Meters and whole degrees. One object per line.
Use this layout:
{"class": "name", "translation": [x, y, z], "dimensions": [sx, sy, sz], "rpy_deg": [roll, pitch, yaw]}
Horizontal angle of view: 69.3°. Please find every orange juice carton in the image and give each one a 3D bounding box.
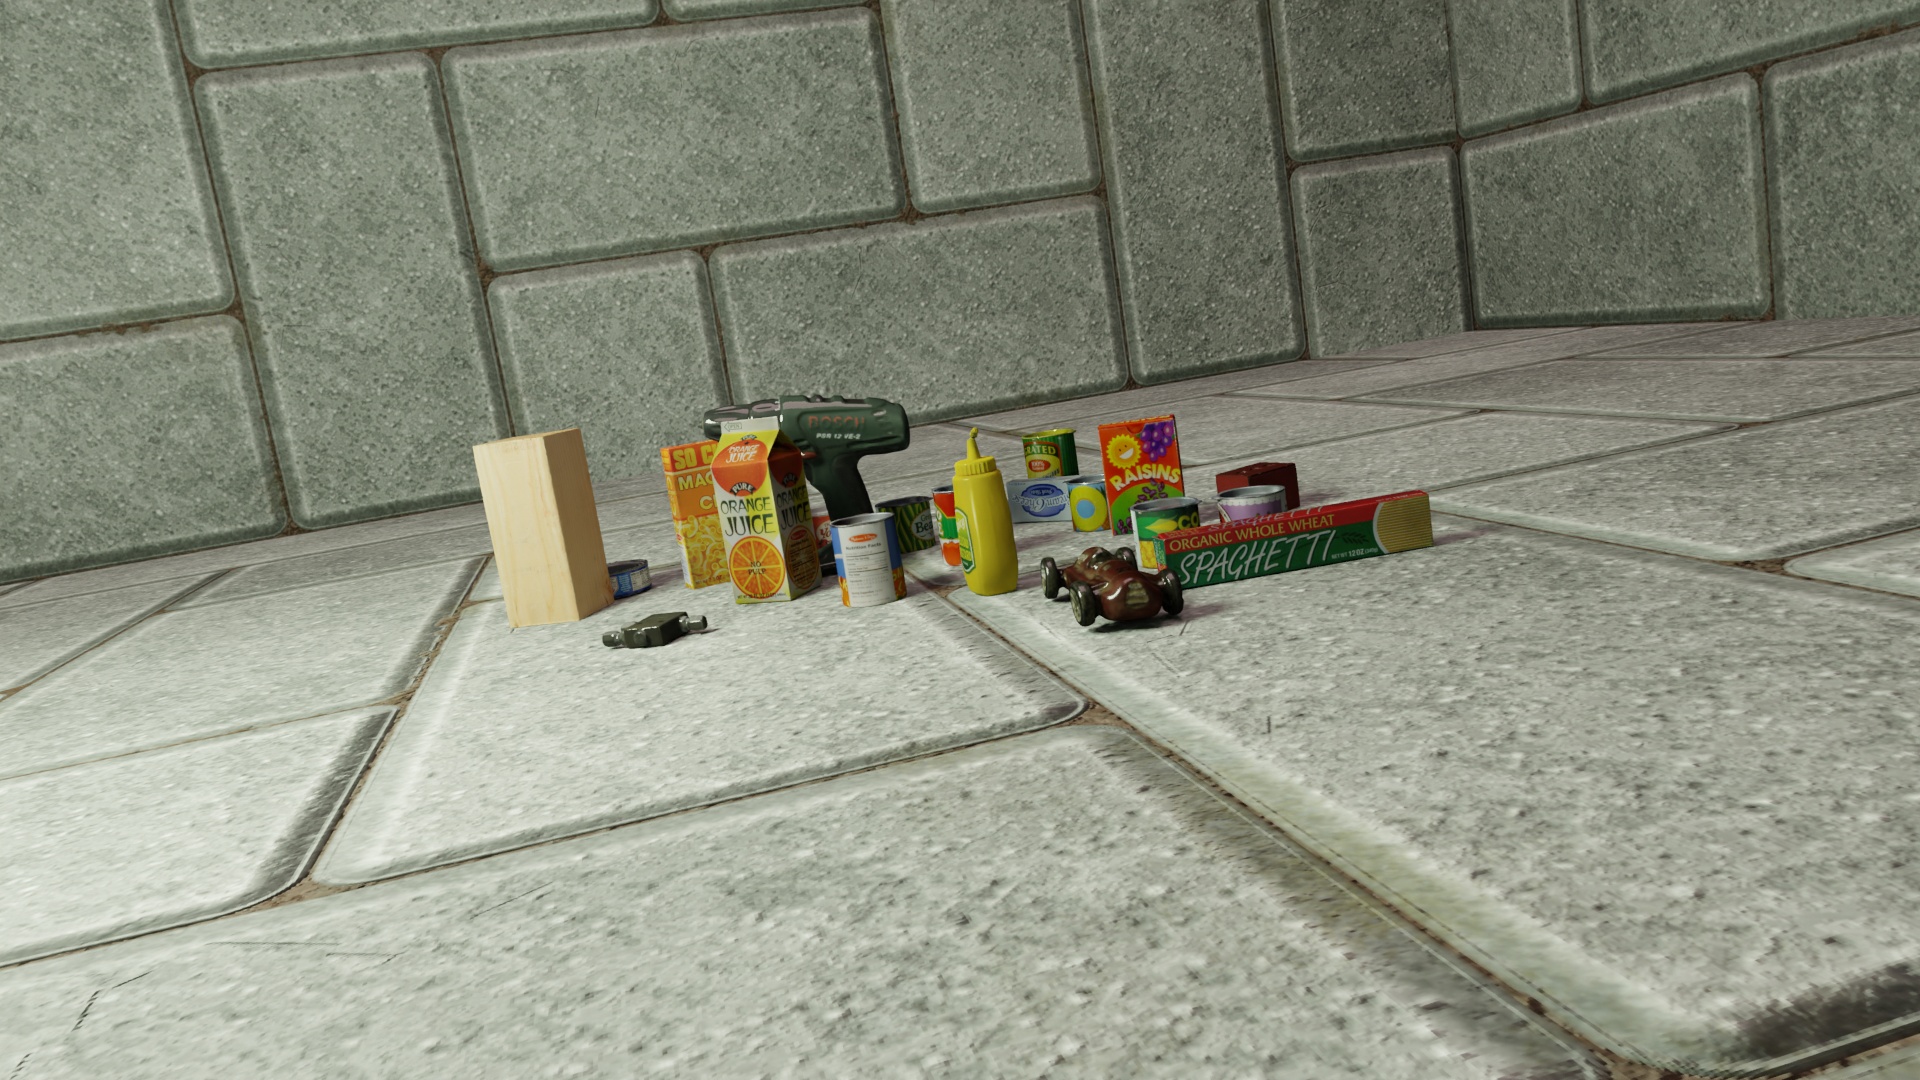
{"class": "orange juice carton", "translation": [-0.209, -0.035, 1.479], "dimensions": [0.072, 0.192, 0.073], "rpy_deg": [-5, 10, 24]}

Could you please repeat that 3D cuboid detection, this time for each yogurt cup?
{"class": "yogurt cup", "translation": [-0.163, -0.015, 1.738], "dimensions": [0.072, 0.054, 0.072], "rpy_deg": [-9, 9, 1]}

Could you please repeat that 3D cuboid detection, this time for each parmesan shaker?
{"class": "parmesan shaker", "translation": [0.119, -0.085, 1.748], "dimensions": [0.071, 0.103, 0.071], "rpy_deg": [-9, 9, 1]}

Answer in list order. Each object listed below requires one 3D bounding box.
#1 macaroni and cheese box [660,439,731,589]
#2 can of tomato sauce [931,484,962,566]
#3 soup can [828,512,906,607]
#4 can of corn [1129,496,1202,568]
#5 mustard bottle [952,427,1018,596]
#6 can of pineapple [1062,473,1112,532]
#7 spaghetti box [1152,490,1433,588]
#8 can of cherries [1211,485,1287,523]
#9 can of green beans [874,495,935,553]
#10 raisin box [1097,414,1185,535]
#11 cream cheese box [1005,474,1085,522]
{"class": "macaroni and cheese box", "translation": [-0.276, -0.038, 1.636], "dimensions": [0.124, 0.166, 0.040], "rpy_deg": [-13, 10, -25]}
{"class": "can of tomato sauce", "translation": [0.005, -0.019, 1.522], "dimensions": [0.071, 0.083, 0.071], "rpy_deg": [-9, 9, 1]}
{"class": "soup can", "translation": [-0.092, 0.018, 1.388], "dimensions": [0.071, 0.083, 0.071], "rpy_deg": [-9, 9, 1]}
{"class": "can of corn", "translation": [0.204, -0.008, 1.351], "dimensions": [0.071, 0.058, 0.071], "rpy_deg": [-9, 9, 1]}
{"class": "mustard bottle", "translation": [0.020, -0.029, 1.334], "dimensions": [0.049, 0.160, 0.065], "rpy_deg": [-11, 9, -16]}
{"class": "can of pineapple", "translation": [0.158, -0.044, 1.609], "dimensions": [0.071, 0.057, 0.071], "rpy_deg": [-9, 9, 1]}
{"class": "spaghetti box", "translation": [0.298, 0.000, 1.243], "dimensions": [0.250, 0.050, 0.029], "rpy_deg": [-10, 9, -5]}
{"class": "can of cherries", "translation": [0.282, -0.019, 1.347], "dimensions": [0.071, 0.058, 0.071], "rpy_deg": [-9, 9, 1]}
{"class": "can of green beans", "translation": [-0.066, -0.019, 1.662], "dimensions": [0.071, 0.057, 0.071], "rpy_deg": [-9, 9, 1]}
{"class": "raisin box", "translation": [0.202, -0.073, 1.538], "dimensions": [0.086, 0.123, 0.040], "rpy_deg": [-7, 9, 12]}
{"class": "cream cheese box", "translation": [0.108, -0.050, 1.703], "dimensions": [0.103, 0.053, 0.024], "rpy_deg": [-2, 11, 34]}
